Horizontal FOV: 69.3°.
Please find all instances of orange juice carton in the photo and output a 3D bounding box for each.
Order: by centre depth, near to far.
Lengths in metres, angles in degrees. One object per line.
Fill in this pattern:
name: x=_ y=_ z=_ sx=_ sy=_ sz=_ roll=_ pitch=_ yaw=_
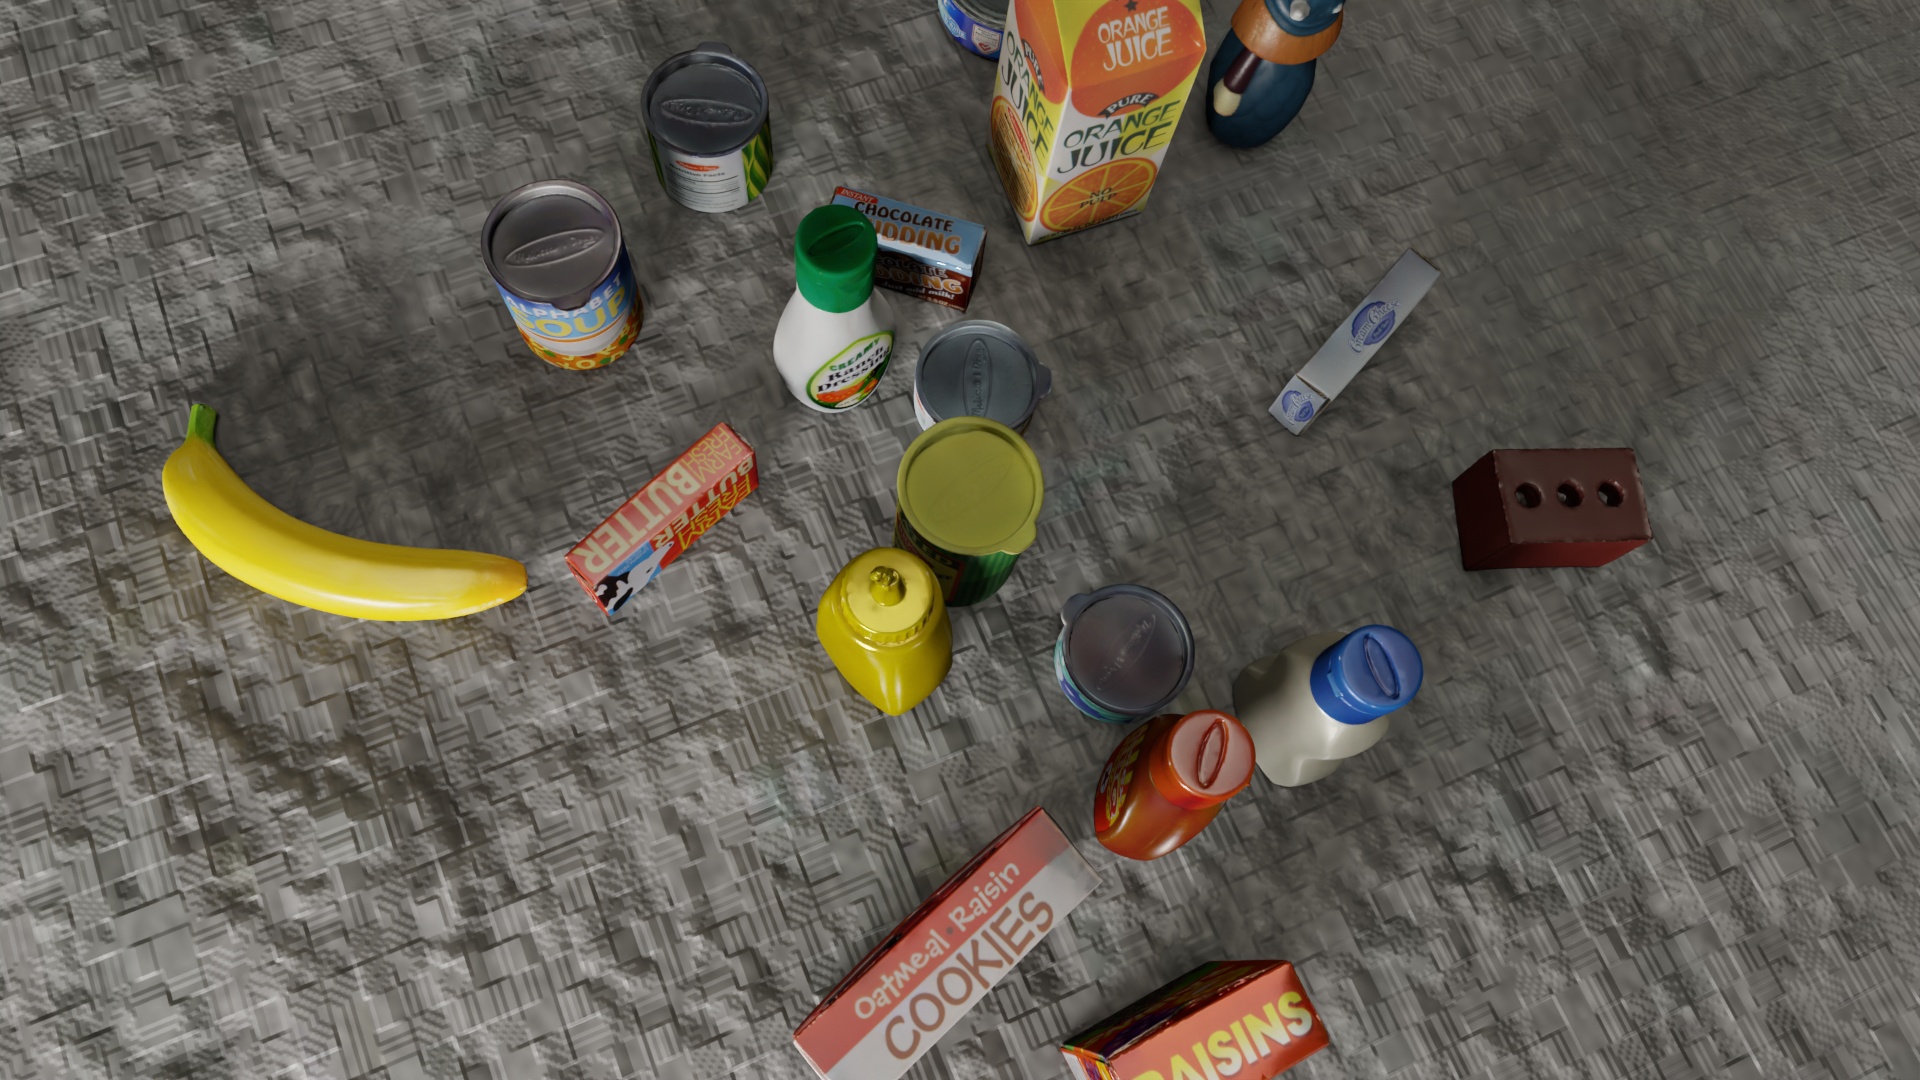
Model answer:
orange juice carton: x=0.066 y=-0.233 z=0.699 sx=0.072 sy=0.192 sz=0.073 roll=-19 pitch=76 yaw=-10

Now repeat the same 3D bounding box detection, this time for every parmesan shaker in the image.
parmesan shaker: x=0.002 y=-0.008 z=0.670 sx=0.071 sy=0.102 sz=0.071 roll=1 pitch=73 yaw=-4

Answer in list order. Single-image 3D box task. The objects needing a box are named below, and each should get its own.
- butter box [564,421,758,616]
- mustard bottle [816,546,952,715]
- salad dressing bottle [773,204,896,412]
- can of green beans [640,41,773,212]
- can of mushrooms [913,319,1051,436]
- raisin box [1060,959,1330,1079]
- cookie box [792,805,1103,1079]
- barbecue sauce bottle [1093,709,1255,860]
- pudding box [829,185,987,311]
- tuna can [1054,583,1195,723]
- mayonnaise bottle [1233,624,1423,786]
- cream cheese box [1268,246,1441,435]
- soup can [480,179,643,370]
butter box: x=-0.145 y=-0.011 z=0.684 sx=0.024 sy=0.053 sz=0.104 roll=44 pitch=74 yaw=9
mustard bottle: x=-0.033 y=0.036 z=0.623 sx=0.049 sy=0.159 sz=0.065 roll=-42 pitch=81 yaw=-15
salad dressing bottle: x=-0.061 y=-0.110 z=0.673 sx=0.064 sy=0.147 sz=0.044 roll=-31 pitch=78 yaw=-13
can of green beans: x=-0.135 y=-0.219 z=0.748 sx=0.071 sy=0.057 sz=0.071 roll=1 pitch=73 yaw=-4
can of mushrooms: x=0.011 y=-0.079 z=0.729 sx=0.071 sy=0.033 sz=0.071 roll=1 pitch=73 yaw=-4
raisin box: x=0.096 y=0.216 z=0.597 sx=0.086 sy=0.123 sz=0.040 roll=-24 pitch=77 yaw=-11
cookie box: x=-0.010 y=0.173 z=0.578 sx=0.123 sy=0.167 sz=0.040 roll=-41 pitch=80 yaw=-15
barbecue sauce bottle: x=0.094 y=0.105 z=0.618 sx=0.044 sy=0.148 sz=0.065 roll=20 pitch=72 yaw=1
pudding box: x=-0.030 y=-0.156 z=0.742 sx=0.084 sy=0.049 sz=0.030 roll=17 pitch=72 yaw=0
tuna can: x=0.079 y=0.056 z=0.693 sx=0.071 sy=0.032 sz=0.071 roll=1 pitch=73 yaw=-4
mayonnaise bottle: x=0.166 y=0.073 z=0.635 sx=0.041 sy=0.147 sz=0.065 roll=-17 pitch=75 yaw=-10
cream cheese box: x=0.211 y=-0.106 z=0.745 sx=0.024 sy=0.053 sz=0.104 roll=41 pitch=74 yaw=8
soup can: x=-0.198 y=-0.129 z=0.701 sx=0.071 sy=0.083 sz=0.071 roll=1 pitch=73 yaw=-4
